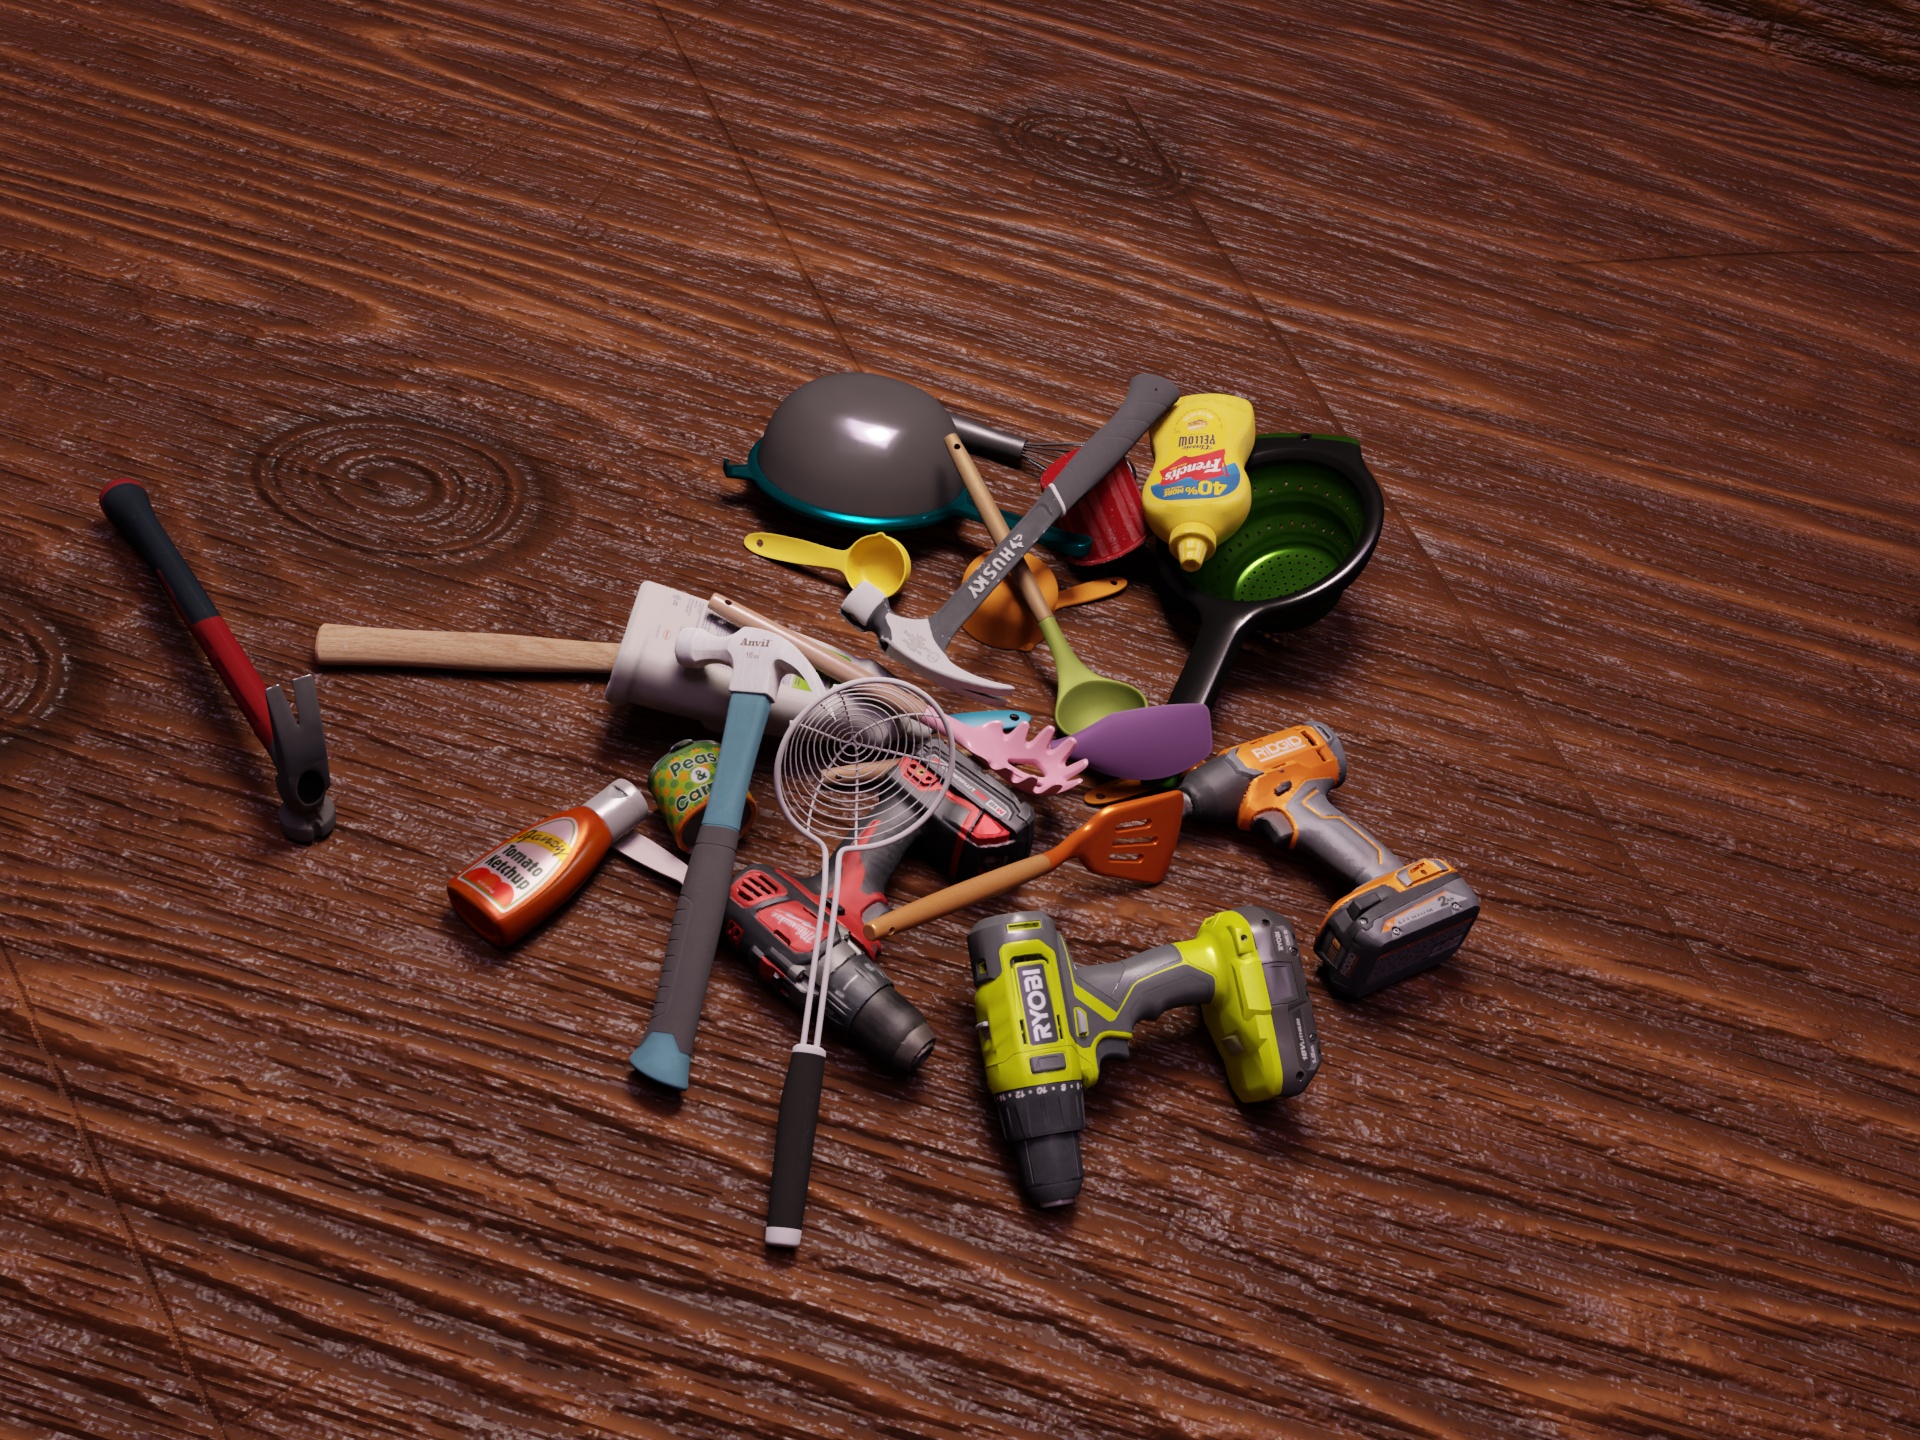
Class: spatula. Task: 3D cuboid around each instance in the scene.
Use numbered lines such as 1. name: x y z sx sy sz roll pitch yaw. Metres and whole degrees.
1. spatula: 0.047 0.030 1.269 0.316 0.059 0.018 -6 9 -5
2. spatula: 0.051 0.111 1.131 0.041 0.081 0.322 25 25 34

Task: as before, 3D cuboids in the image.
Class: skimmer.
1. skimmer: -0.079 0.152 1.035 0.127 0.090 0.363 17 66 -26

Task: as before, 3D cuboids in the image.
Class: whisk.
1. whisk: 0.060 -0.266 1.557 0.239 0.055 0.055 19 47 11

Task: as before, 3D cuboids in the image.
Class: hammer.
1. hammer: -0.567 -0.082 1.194 0.038 0.143 0.387 -23 53 -33
2. hammer: -0.343 -0.055 1.282 0.331 0.031 0.130 3 48 -10
3. hammer: -0.172 0.089 1.106 0.128 0.033 0.331 4 69 18
4. hammer: 0.075 -0.172 1.345 0.149 0.036 0.409 38 58 5

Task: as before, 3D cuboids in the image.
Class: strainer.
1. strainer: -0.031 -0.240 1.439 0.340 0.095 0.211 22 36 19

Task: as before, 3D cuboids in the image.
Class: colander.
1. colander: 0.253 -0.083 1.406 0.205 0.094 0.397 9 58 32

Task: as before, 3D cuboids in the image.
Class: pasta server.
1. pasta server: -0.050 -0.023 1.226 0.316 0.040 0.060 28 44 -5

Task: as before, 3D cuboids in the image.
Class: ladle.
1. ladle: 0.063 -0.112 1.345 0.078 0.062 0.320 -24 78 -15

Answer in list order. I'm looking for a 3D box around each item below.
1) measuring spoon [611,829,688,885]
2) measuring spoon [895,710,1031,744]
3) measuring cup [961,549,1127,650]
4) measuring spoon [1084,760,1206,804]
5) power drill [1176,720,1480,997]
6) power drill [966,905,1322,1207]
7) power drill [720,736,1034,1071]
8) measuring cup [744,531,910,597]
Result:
1. measuring spoon: -0.221 0.108 1.176 0.124 0.018 0.034 27 53 21
2. measuring spoon: -0.002 -0.004 1.319 0.128 0.021 0.042 -3 49 -13
3. measuring cup: 0.080 -0.122 1.424 0.173 0.052 0.095 -16 54 -23
4. measuring spoon: 0.153 0.053 1.314 0.117 0.011 0.021 -15 46 -20
5. power drill: 0.275 0.103 1.250 0.164 0.084 0.227 -16 50 -25
6. power drill: 0.124 0.220 1.090 0.228 0.080 0.191 -5 73 -18
7. power drill: -0.042 0.133 1.152 0.188 0.080 0.227 37 54 20
8. measuring cup: -0.117 -0.146 1.415 0.156 0.062 0.029 13 10 16
